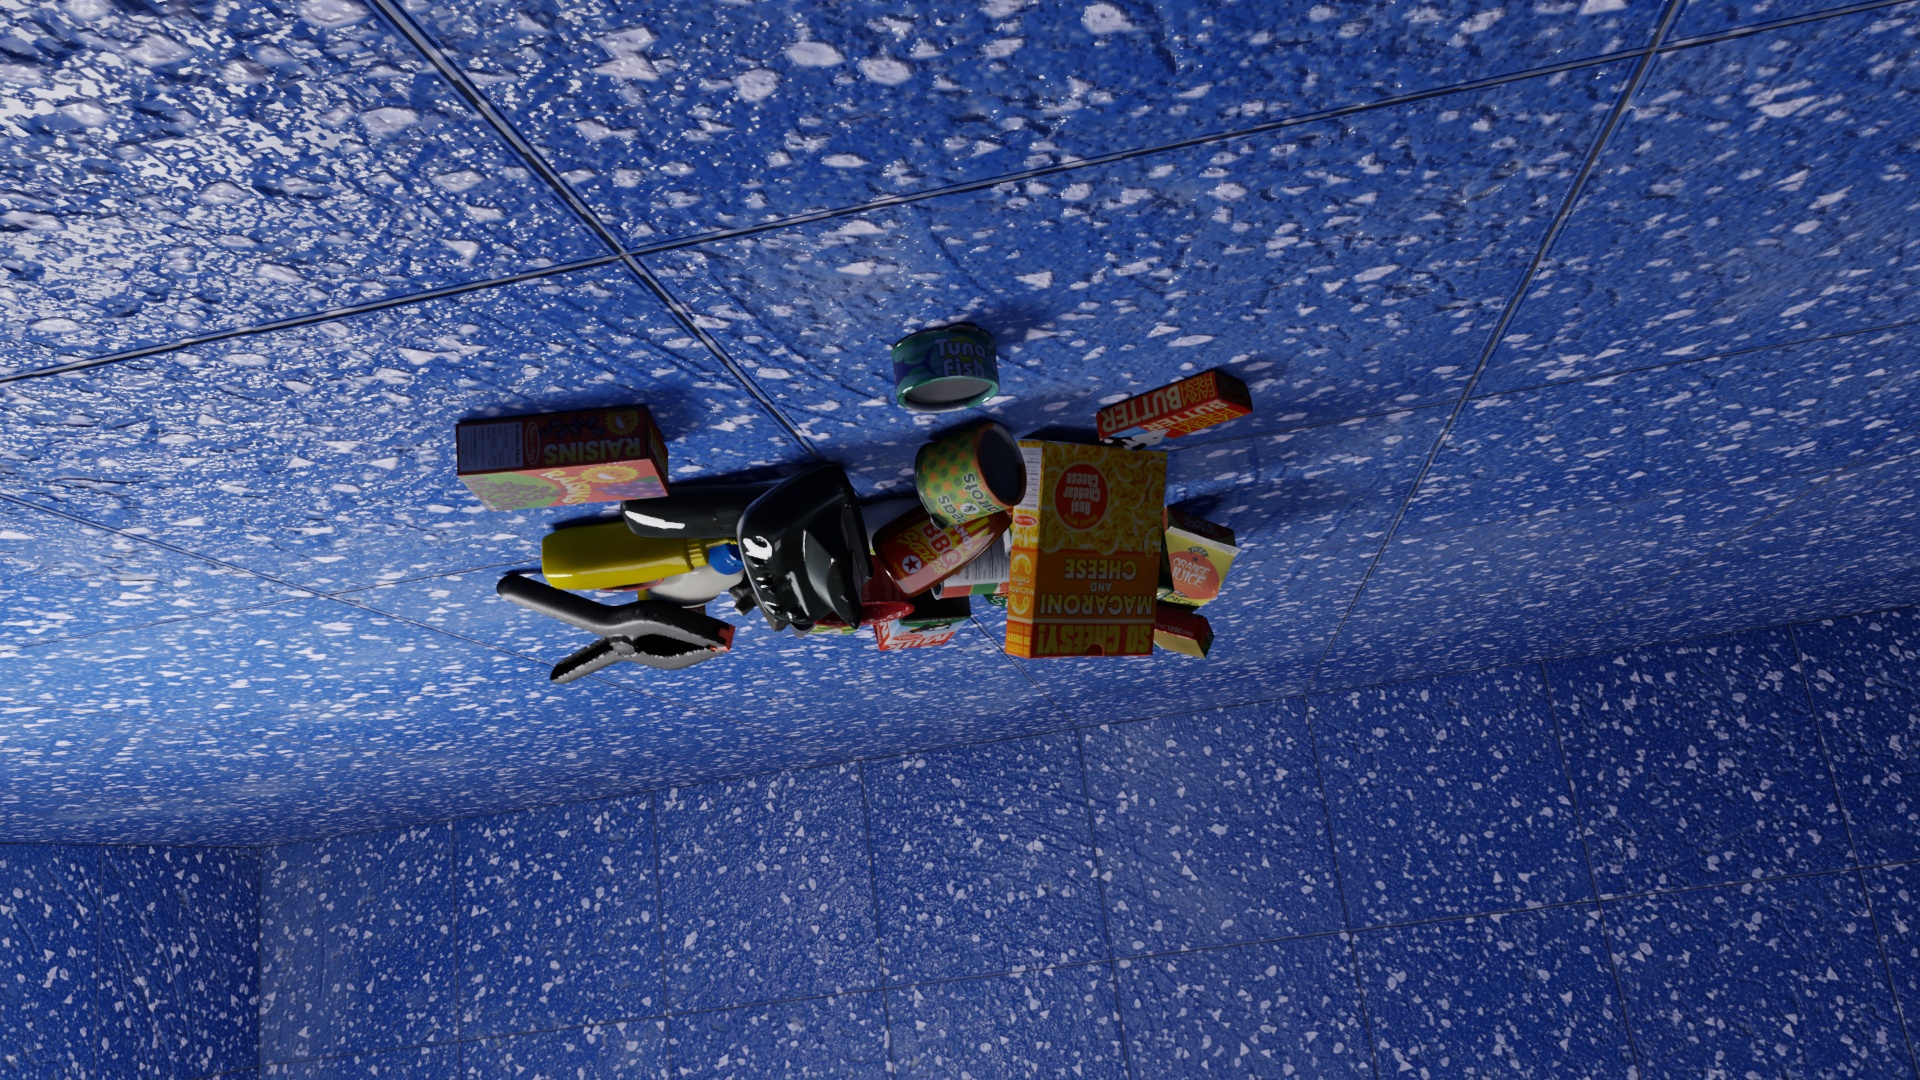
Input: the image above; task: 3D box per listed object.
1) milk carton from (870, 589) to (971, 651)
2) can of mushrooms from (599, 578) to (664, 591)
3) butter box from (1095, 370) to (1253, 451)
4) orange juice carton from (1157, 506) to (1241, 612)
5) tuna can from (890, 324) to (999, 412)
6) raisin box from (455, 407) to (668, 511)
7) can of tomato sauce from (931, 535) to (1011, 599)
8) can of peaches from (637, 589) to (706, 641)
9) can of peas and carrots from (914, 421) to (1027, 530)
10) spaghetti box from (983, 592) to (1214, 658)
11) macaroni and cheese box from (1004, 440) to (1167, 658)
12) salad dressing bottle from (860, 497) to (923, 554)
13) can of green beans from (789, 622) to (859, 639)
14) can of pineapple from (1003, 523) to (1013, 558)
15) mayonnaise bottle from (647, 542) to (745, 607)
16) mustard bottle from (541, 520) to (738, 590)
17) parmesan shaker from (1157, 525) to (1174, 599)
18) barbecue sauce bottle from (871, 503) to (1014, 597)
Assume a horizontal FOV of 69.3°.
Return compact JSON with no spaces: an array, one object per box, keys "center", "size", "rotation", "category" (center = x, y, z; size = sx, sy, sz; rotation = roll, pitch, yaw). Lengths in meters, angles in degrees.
[{"center":[-0.046,0.067,1.436],"size":[0.072,0.073,0.190],"rotation":[-4,165,-14],"category":"milk carton"},{"center":[-0.292,0.022,1.218],"size":[0.071,0.033,0.071],"rotation":[-7,165,-2],"category":"can of mushrooms"},{"center":[0.156,-0.094,1.016],"size":[0.103,0.024,0.053],"rotation":[-18,163,35],"category":"butter box"},{"center":[0.208,0.024,1.362],"size":[0.072,0.073,0.192],"rotation":[20,161,-5],"category":"orange juice carton"},{"center":[-0.008,-0.106,0.868],"size":[0.071,0.033,0.071],"rotation":[-7,166,-2],"category":"tuna can"},{"center":[-0.264,-0.053,0.931],"size":[0.123,0.040,0.086],"rotation":[-5,165,-4],"category":"raisin box"},{"center":[0.015,0.018,1.296],"size":[0.083,0.071,0.071],"rotation":[-5,165,-13],"category":"can of tomato sauce"},{"center":[-0.283,0.073,1.370],"size":[0.071,0.058,0.071],"rotation":[-7,165,-2],"category":"can of peaches"},{"center":[0.008,-0.047,1.029],"size":[0.058,0.071,0.071],"rotation":[-18,162,32],"category":"can of peas and carrots"},{"center":[0.132,0.069,1.405],"size":[0.250,0.029,0.050],"rotation":[13,158,28],"category":"spaghetti box"},{"center":[0.099,0.008,1.090],"size":[0.124,0.166,0.040],"rotation":[2,-178,-32],"category":"macaroni and cheese box"},{"center":[-0.072,-0.009,1.185],"size":[0.148,0.044,0.064],"rotation":[-4,153,-12],"category":"salad dressing bottle"},{"center":[-0.134,0.061,1.382],"size":[0.058,0.071,0.071],"rotation":[6,160,-43],"category":"can of green beans"},{"center":[0.069,-0.020,1.191],"size":[0.071,0.058,0.071],"rotation":[-7,166,-2],"category":"can of pineapple"},{"center":[-0.226,0.023,1.243],"size":[0.065,0.041,0.147],"rotation":[11,157,-33],"category":"mayonnaise bottle"},{"center":[-0.260,0.008,1.149],"size":[0.160,0.049,0.065],"rotation":[-8,166,-1],"category":"mustard bottle"},{"center":[0.147,0.001,1.219],"size":[0.071,0.103,0.071],"rotation":[-7,165,-2],"category":"parmesan shaker"},{"center":[0.004,-0.014,1.136],"size":[0.148,0.064,0.044],"rotation":[-30,-162,11],"category":"barbecue sauce bottle"}]
